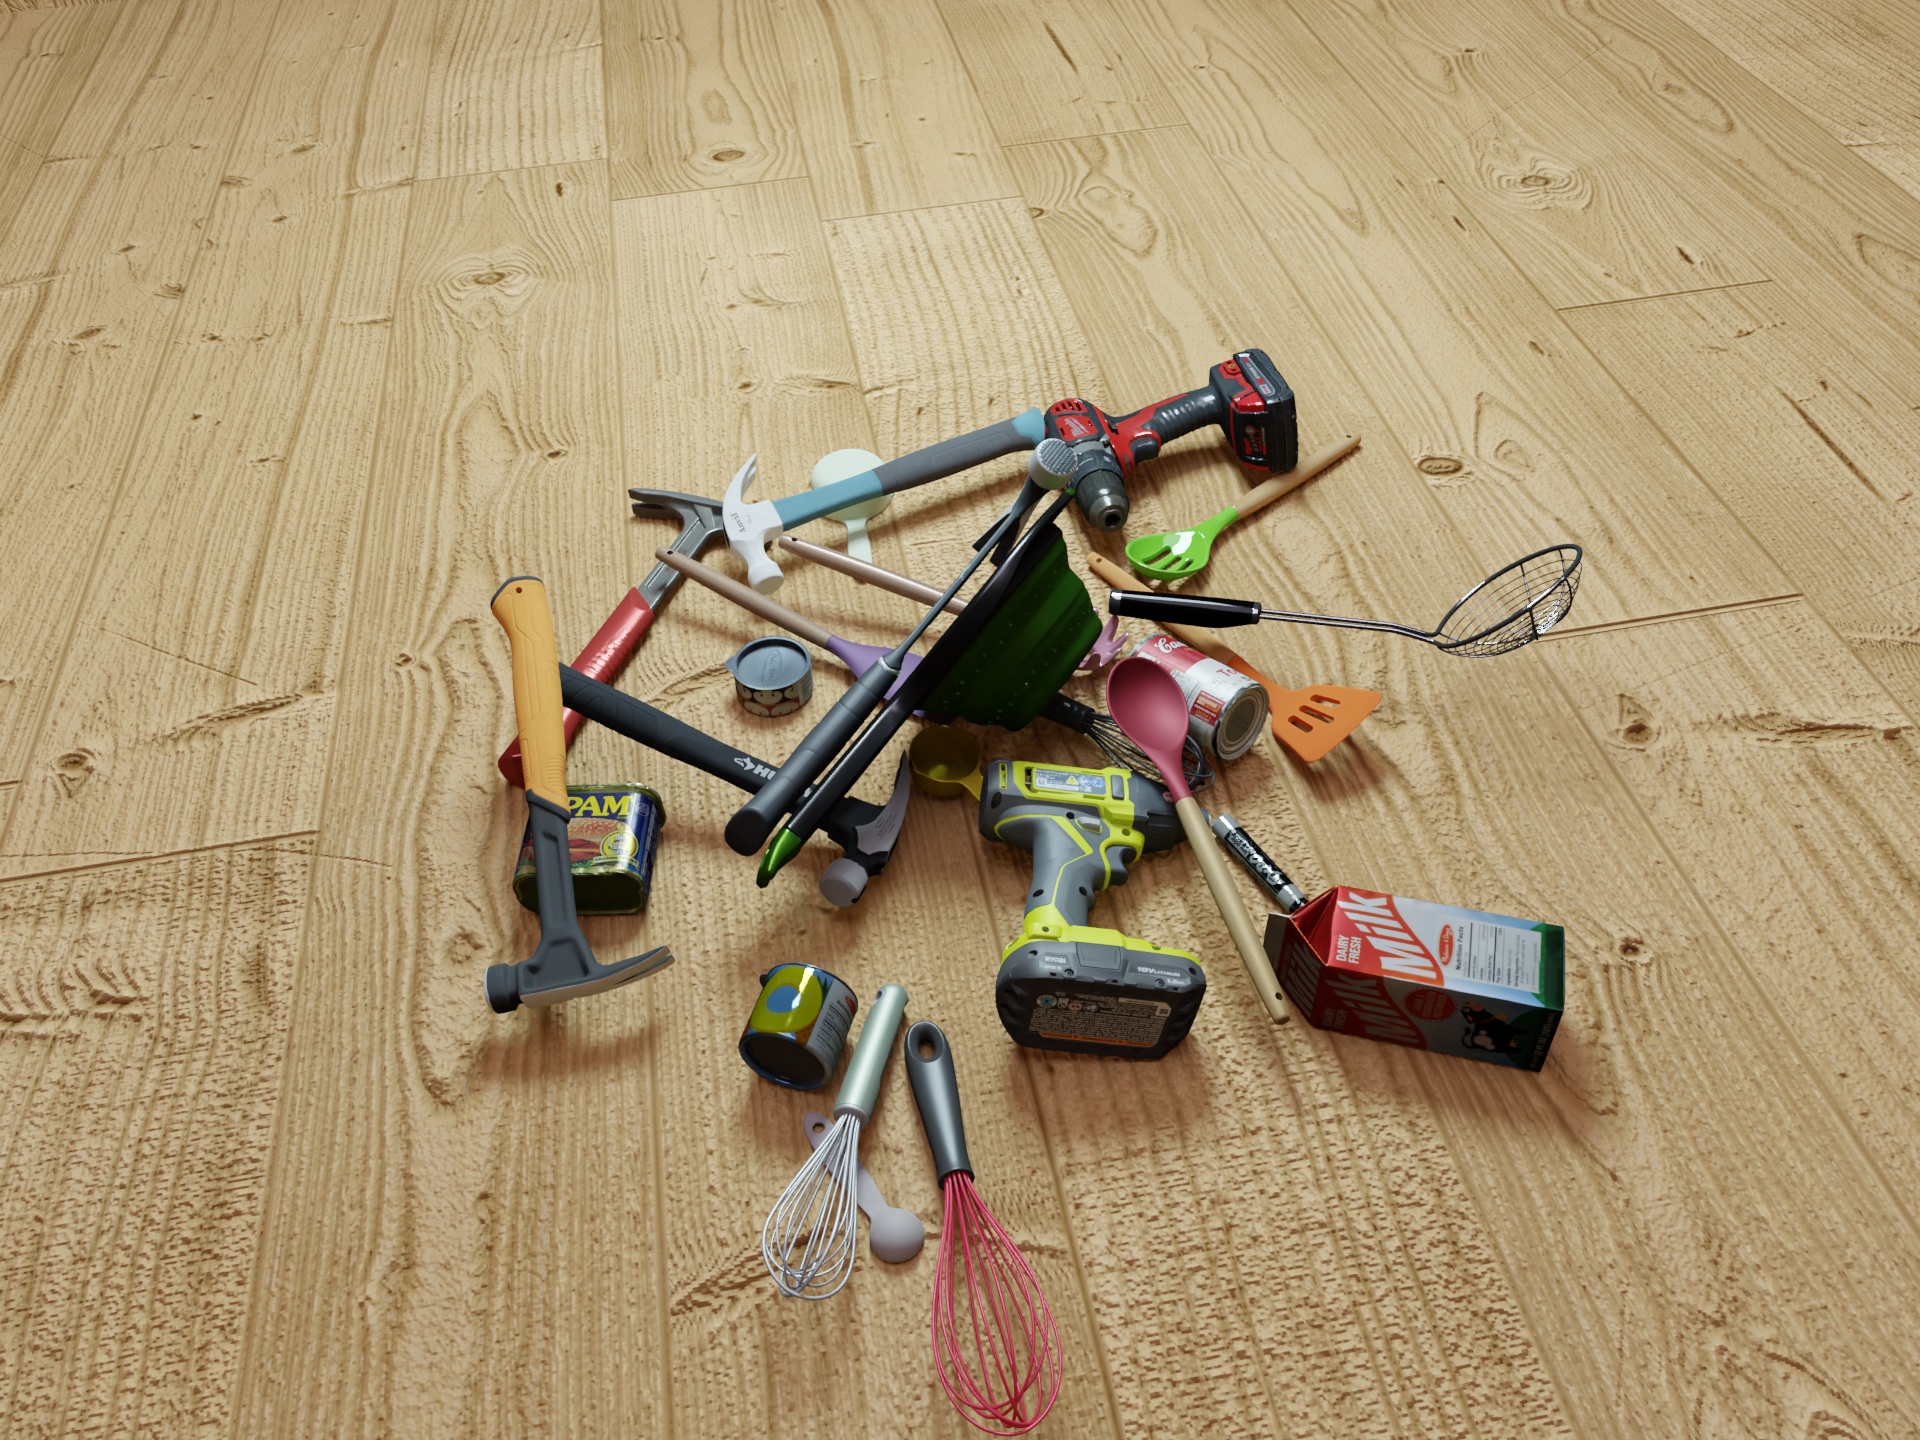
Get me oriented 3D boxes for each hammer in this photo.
[{"bbox_3d":[-0.195,0.020,1.215,0.335,0.035,0.146,25,42,9],"label":"hammer"},{"bbox_3d":[-0.047,-0.052,1.216,0.036,0.149,0.409,39,60,0],"label":"hammer"},{"bbox_3d":[-0.065,-0.222,1.466,0.331,0.033,0.128,-22,66,-19],"label":"hammer"},{"bbox_3d":[-0.301,-0.081,1.378,0.149,0.036,0.359,13,47,16],"label":"hammer"},{"bbox_3d":[-0.293,0.039,1.152,0.127,0.034,0.337,-13,64,-3],"label":"hammer"}]

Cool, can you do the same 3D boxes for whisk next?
[{"bbox_3d":[0.098,0.002,1.268,0.239,0.055,0.055,26,52,32],"label":"whisk"},{"bbox_3d":[-0.070,0.258,1.007,0.059,0.057,0.246,30,38,-8],"label":"whisk"},{"bbox_3d":[0.002,0.297,0.970,0.073,0.073,0.296,-10,39,-7],"label":"whisk"}]

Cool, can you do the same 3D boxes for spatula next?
[{"bbox_3d":[0.210,-0.066,1.329,0.081,0.041,0.323,-42,52,-8],"label":"spatula"},{"bbox_3d":[-0.131,-0.079,1.356,0.316,0.018,0.060,27,51,16],"label":"spatula"}]

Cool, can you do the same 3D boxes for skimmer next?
[{"bbox_3d":[0.300,-0.108,1.272,0.363,0.090,0.127,6,24,14],"label":"skimmer"}]

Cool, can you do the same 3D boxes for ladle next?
[{"bbox_3d":[0.170,0.078,1.128,0.069,0.031,0.316,0,48,-22],"label":"ladle"}]

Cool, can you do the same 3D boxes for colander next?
[{"bbox_3d":[-0.002,-0.004,1.180,0.094,0.204,0.397,39,61,-1],"label":"colander"}]

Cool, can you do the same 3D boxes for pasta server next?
[{"bbox_3d":[-0.011,-0.107,1.356,0.316,0.040,0.060,21,45,10],"label":"pasta server"}]

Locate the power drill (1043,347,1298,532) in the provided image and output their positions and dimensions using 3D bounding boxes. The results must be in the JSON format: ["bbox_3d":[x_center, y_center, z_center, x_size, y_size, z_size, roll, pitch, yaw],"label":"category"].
[{"bbox_3d":[0.197,-0.256,1.483,0.226,0.080,0.188,-14,40,0],"label":"power drill"}]

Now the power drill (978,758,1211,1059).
[{"bbox_3d":[0.100,0.122,1.119,0.171,0.080,0.223,7,42,-5],"label":"power drill"}]

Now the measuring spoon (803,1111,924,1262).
[{"bbox_3d":[-0.066,0.289,1.004,0.034,0.018,0.124,-28,49,-22],"label":"measuring spoon"}]

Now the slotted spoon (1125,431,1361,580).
[{"bbox_3d":[0.270,-0.201,1.472,0.314,0.031,0.070,-33,49,-29],"label":"slotted spoon"}]

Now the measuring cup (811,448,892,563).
[{"bbox_3d":[-0.099,-0.196,1.479,0.083,0.038,0.168,-7,44,-4],"label":"measuring cup"}]

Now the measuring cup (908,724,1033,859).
[{"bbox_3d":[0.019,0.066,1.227,0.062,0.029,0.157,-31,63,-29],"label":"measuring cup"}]
